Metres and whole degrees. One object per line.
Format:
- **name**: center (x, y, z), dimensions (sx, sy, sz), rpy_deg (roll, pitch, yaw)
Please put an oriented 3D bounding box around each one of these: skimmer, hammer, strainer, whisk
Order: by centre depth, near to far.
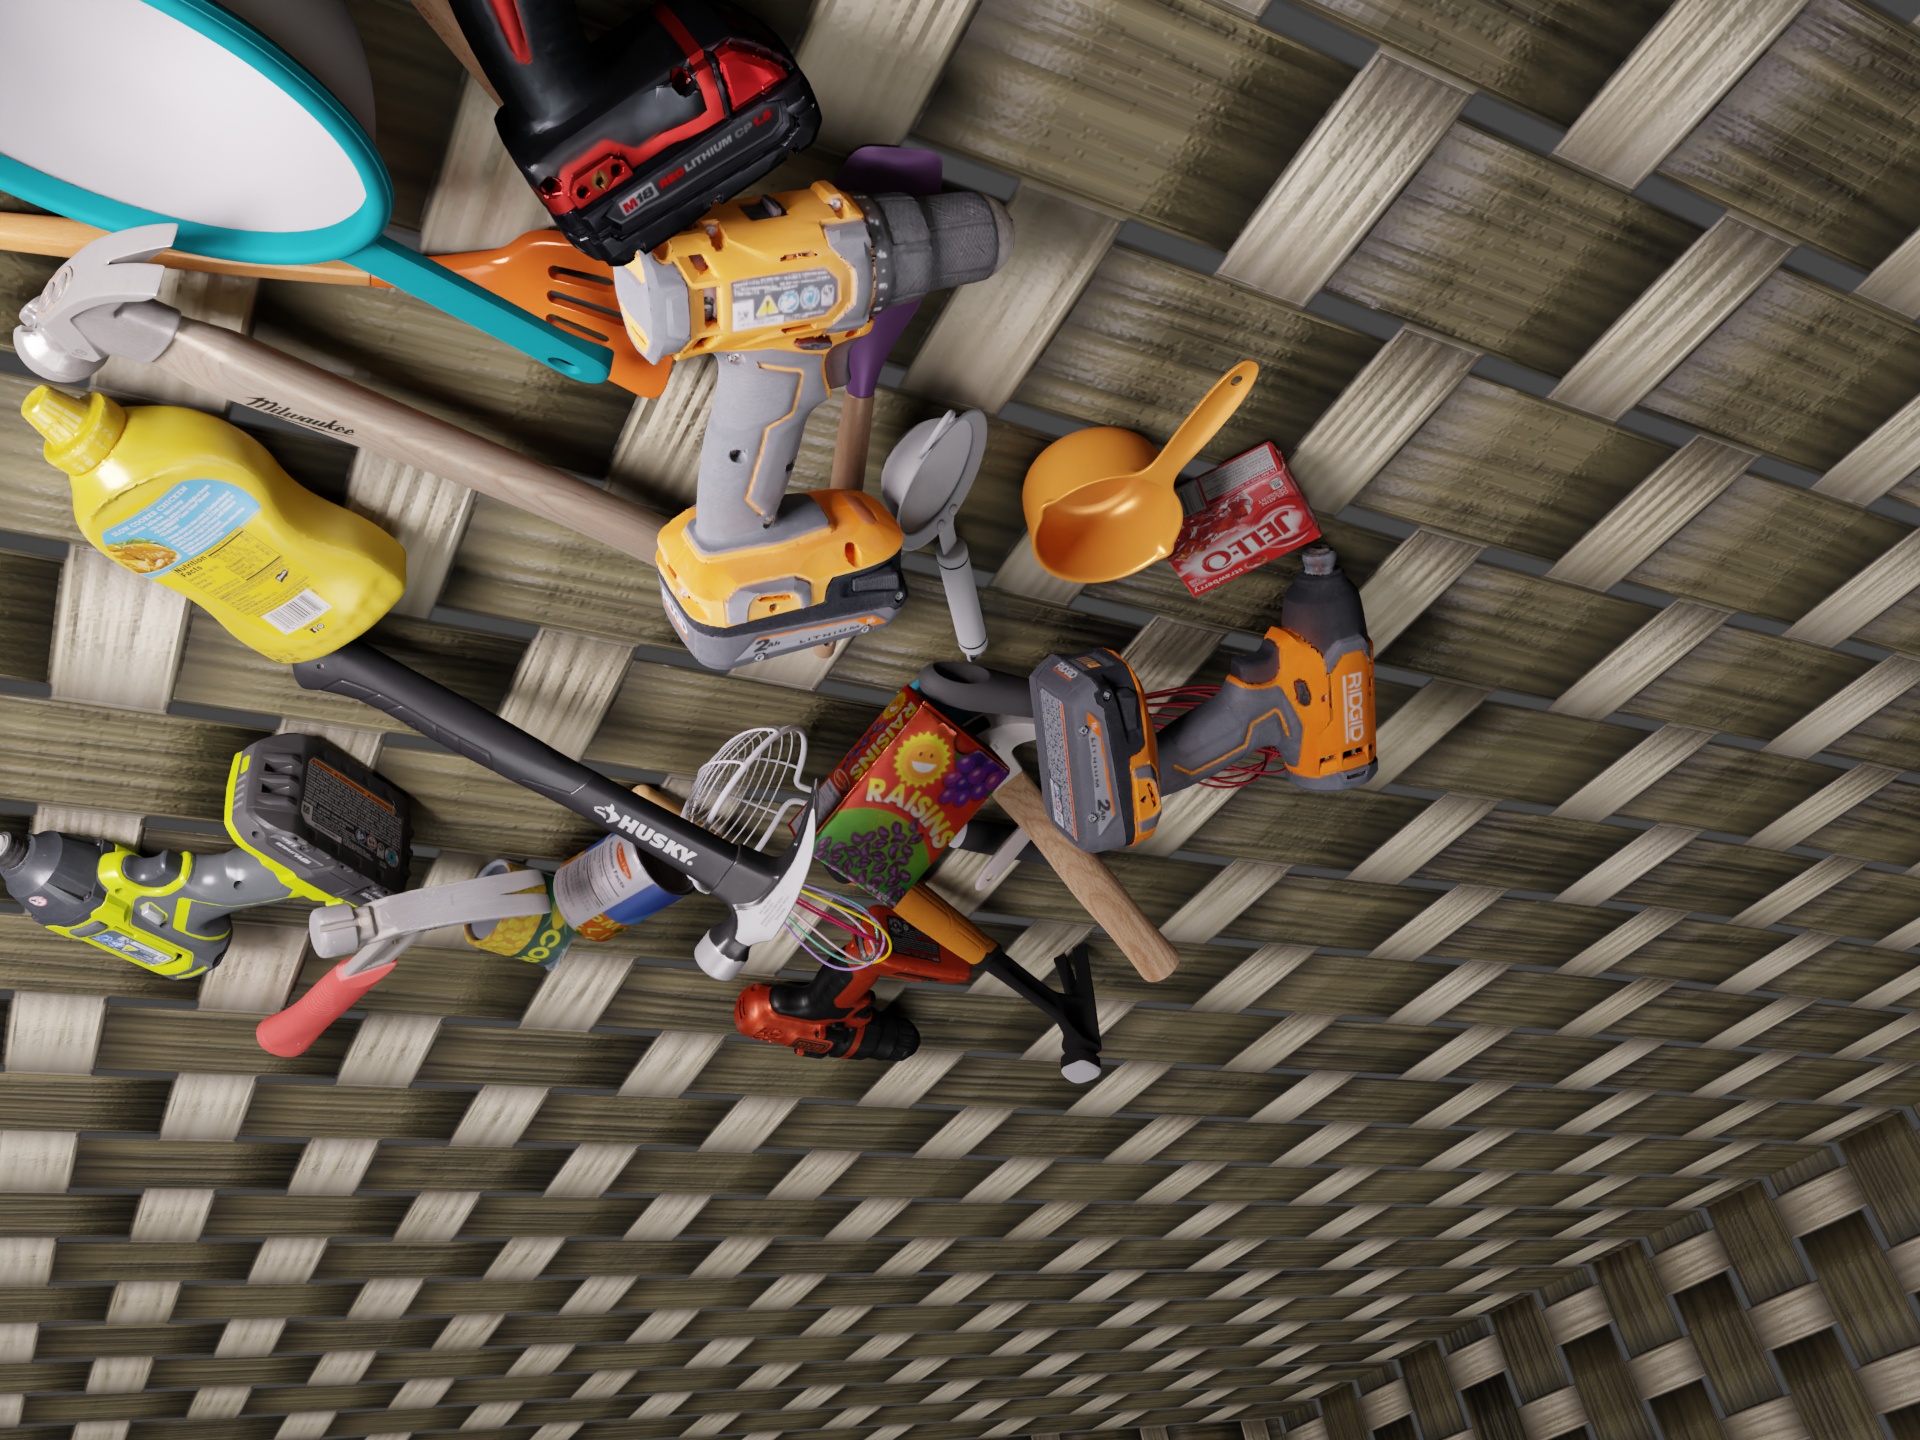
- **strainer**: center (-0.261, -0.239, 0.612), dimensions (0.211, 0.095, 0.340), rpy_deg (1, 166, 39)
- **hammer**: center (-0.230, -0.126, 0.795), dimensions (0.146, 0.038, 0.410), rpy_deg (-4, 162, 45)
- **strainer**: center (-0.009, -0.103, 0.930), dimensions (0.087, 0.050, 0.258), rpy_deg (-52, 156, -19)
- **hammer**: center (-0.239, 0.030, 0.952), dimensions (0.334, 0.035, 0.146), rpy_deg (31, 113, -17)
- **whisk**: center (0.105, -0.004, 1.075), dimensions (0.295, 0.073, 0.073), rpy_deg (11, 139, -26)
- **skimmer**: center (-0.038, 0.085, 1.135), dimensions (0.363, 0.090, 0.127), rpy_deg (15, 108, -35)
- **hammer**: center (-0.425, 0.182, 1.136), dimensions (0.149, 0.037, 0.359), rpy_deg (-7, 163, -38)
- **whisk**: center (-0.140, 0.114, 1.155), dimensions (0.244, 0.051, 0.047), rpy_deg (39, 153, -30)
- **hammer**: center (0.086, 0.102, 1.180), dimensions (0.130, 0.031, 0.331), rpy_deg (-37, 131, 4)
- **hammer**: center (0.007, 0.171, 1.281), dimensions (0.034, 0.127, 0.336), rpy_deg (-29, 131, 25)

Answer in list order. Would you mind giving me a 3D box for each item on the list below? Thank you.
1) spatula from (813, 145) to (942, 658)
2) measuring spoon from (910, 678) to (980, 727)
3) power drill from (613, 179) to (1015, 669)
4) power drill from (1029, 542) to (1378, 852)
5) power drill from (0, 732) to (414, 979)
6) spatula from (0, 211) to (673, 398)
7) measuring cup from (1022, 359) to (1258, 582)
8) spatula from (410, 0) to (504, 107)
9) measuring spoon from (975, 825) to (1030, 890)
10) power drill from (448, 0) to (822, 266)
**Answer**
- **spatula**: center (-0.058, -0.153, 0.840), dimensions (0.059, 0.018, 0.315), rpy_deg (-2, 135, -15)
- **measuring spoon**: center (-0.002, -0.003, 1.093), dimensions (0.042, 0.021, 0.128), rpy_deg (-38, 148, 10)
- **power drill**: center (-0.066, -0.148, 0.768), dimensions (0.185, 0.084, 0.226), rpy_deg (-17, 135, -22)
- **power drill**: center (0.163, -0.016, 1.017), dimensions (0.226, 0.084, 0.164), rpy_deg (-15, 113, -17)
- **power drill**: center (-0.487, 0.092, 1.027), dimensions (0.223, 0.080, 0.171), rpy_deg (-19, 145, 15)
- **spatula**: center (-0.290, -0.200, 0.712), dimensions (0.322, 0.041, 0.081), rpy_deg (2, 135, -17)
- **measuring cup**: center (0.102, -0.151, 0.887), dimensions (0.095, 0.052, 0.173), rpy_deg (14, 135, -32)
- **spatula**: center (-0.226, -0.302, 0.589), dimensions (0.082, 0.044, 0.317), rpy_deg (-28, 143, 10)
- **measuring spoon**: center (0.056, 0.083, 1.178), dimensions (0.124, 0.018, 0.034), rpy_deg (-49, 140, 4)
- **power drill**: center (-0.132, -0.302, 0.576), dimensions (0.188, 0.080, 0.226), rpy_deg (-34, 142, -1)
